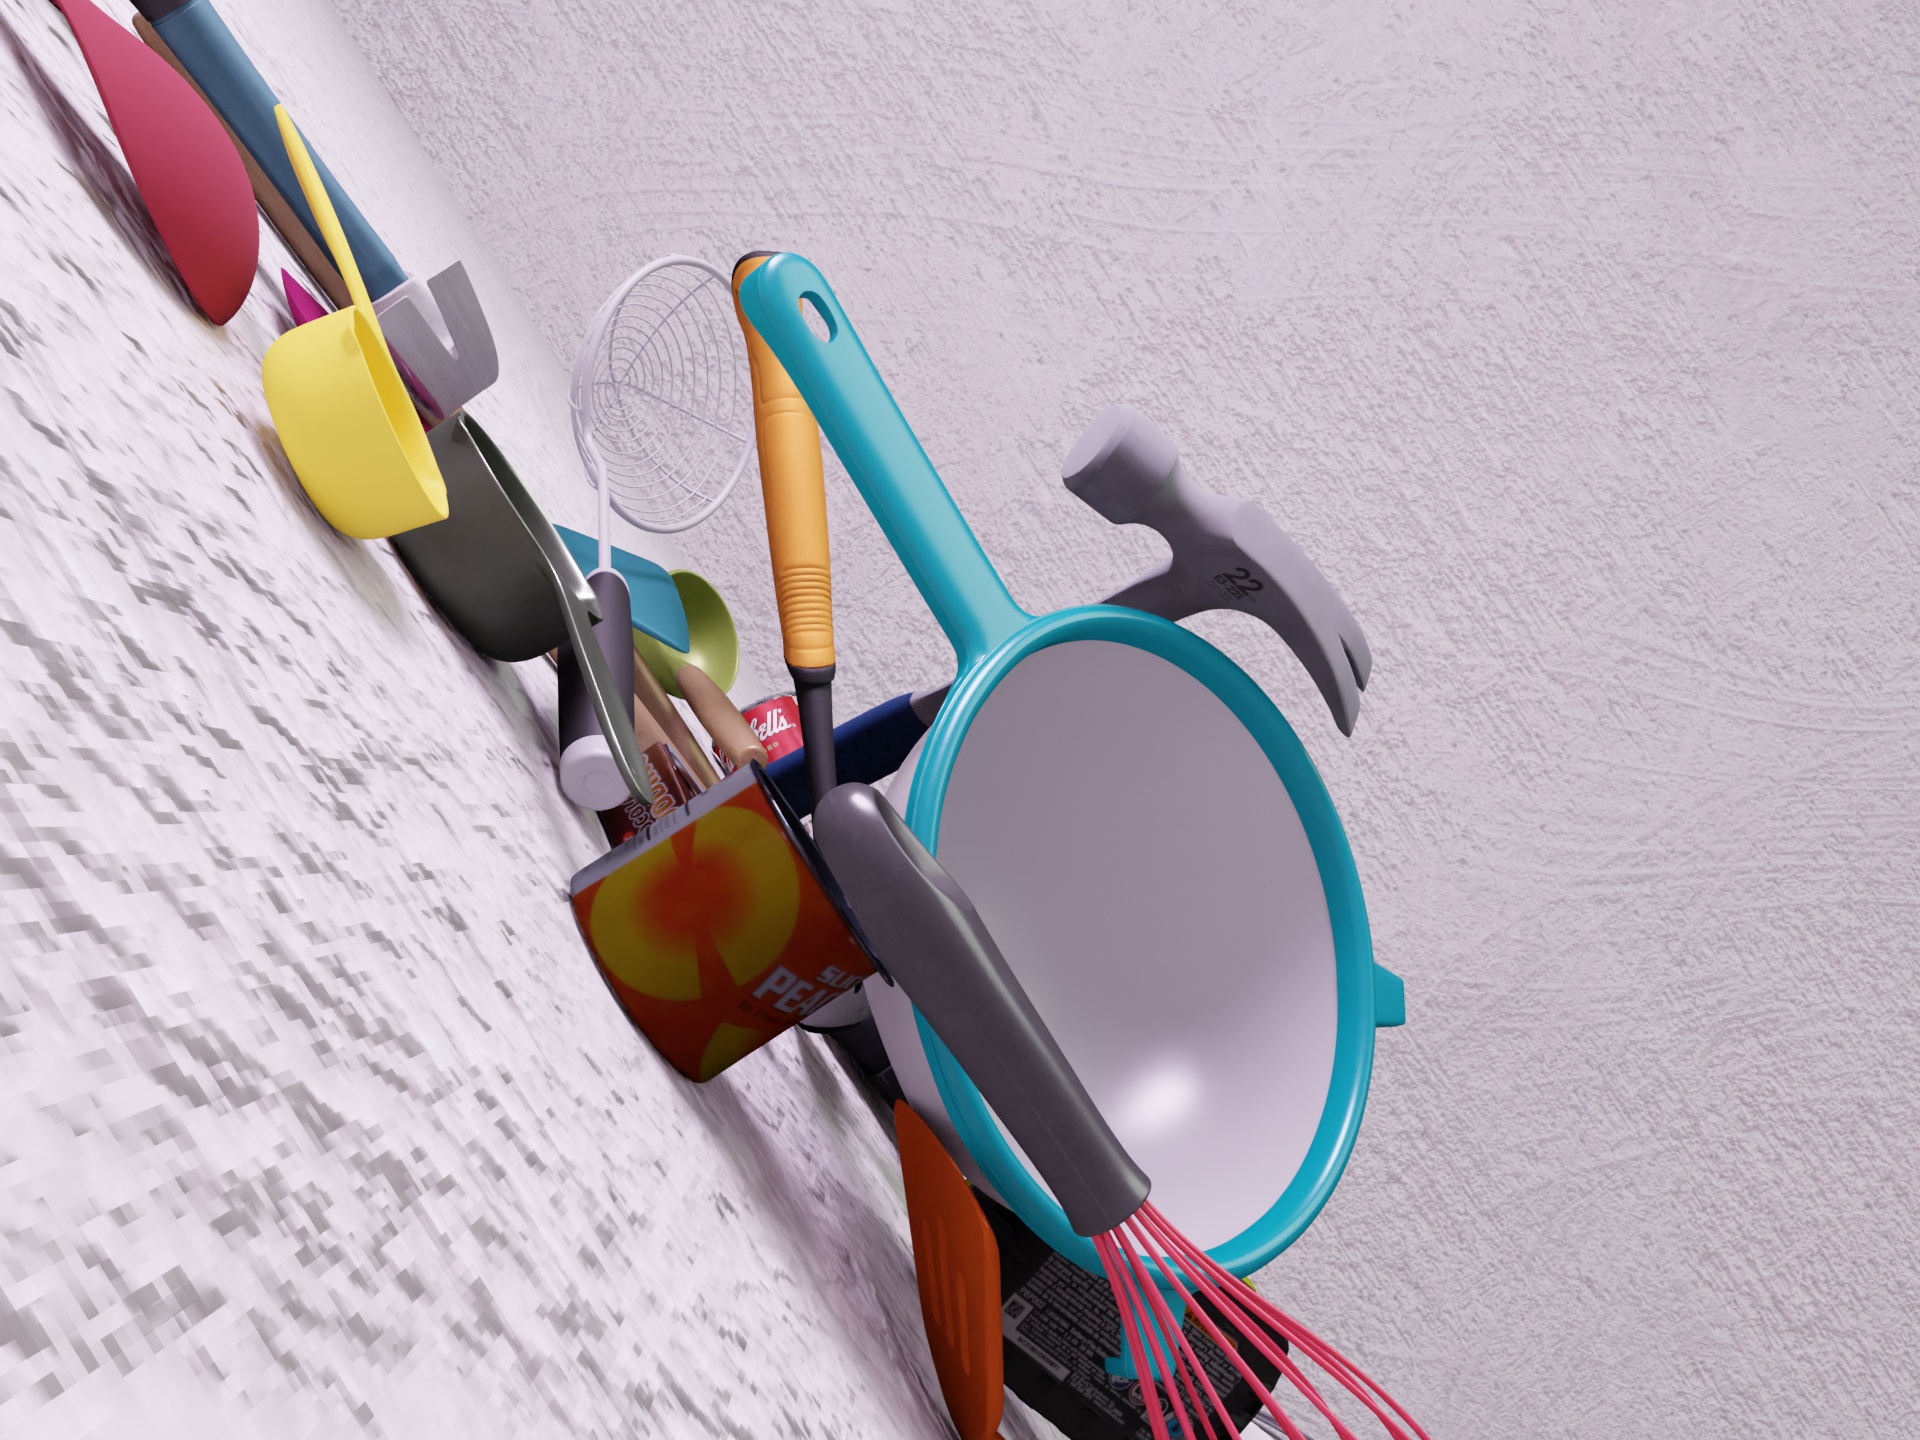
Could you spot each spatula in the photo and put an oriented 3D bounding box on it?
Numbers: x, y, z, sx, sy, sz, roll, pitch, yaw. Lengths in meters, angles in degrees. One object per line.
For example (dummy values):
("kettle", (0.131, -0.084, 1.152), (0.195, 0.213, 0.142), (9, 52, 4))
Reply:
("spatula", (0.054, 0.256, 0.476), (0.322, 0.041, 0.081), (60, -11, -17))
("spatula", (-0.104, 0.061, 0.756), (0.316, 0.018, 0.060), (58, 1, -2))
("spatula", (-0.215, -0.148, 0.657), (0.317, 0.044, 0.082), (59, 4, -36))

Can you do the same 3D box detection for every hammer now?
("hammer", (-0.249, -0.230, 0.484), (0.128, 0.033, 0.330), (31, -22, 50))
("hammer", (-0.064, -0.049, 0.648), (0.127, 0.034, 0.337), (117, -33, -66))
("hammer", (-0.001, -0.002, 0.686), (0.144, 0.035, 0.405), (36, -31, -19))

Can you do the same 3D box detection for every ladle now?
("ladle", (-0.266, -0.240, 0.385), (0.315, 0.031, 0.069), (56, -9, -10))
("ladle", (-0.120, -0.022, 0.792), (0.078, 0.062, 0.320), (66, -11, -18))

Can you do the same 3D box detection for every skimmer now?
("skimmer", (-0.111, -0.082, 0.630), (0.364, 0.090, 0.127), (-108, -169, -57))

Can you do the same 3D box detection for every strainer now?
("strainer", (0.006, 0.021, 0.513), (0.095, 0.211, 0.340), (-22, -78, 46))

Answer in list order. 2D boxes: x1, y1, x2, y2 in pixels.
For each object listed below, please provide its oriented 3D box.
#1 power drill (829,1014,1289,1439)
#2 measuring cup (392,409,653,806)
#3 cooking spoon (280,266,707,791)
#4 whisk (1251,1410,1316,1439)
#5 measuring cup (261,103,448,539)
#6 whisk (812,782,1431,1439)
("power drill", (0.024, 0.185, 0.651), (0.190, 0.080, 0.228), (42, -1, -14))
("measuring cup", (-0.127, -0.025, 0.459), (0.168, 0.038, 0.083), (57, -3, 41))
("cooking spoon", (-0.155, -0.036, 0.605), (0.069, 0.017, 0.318), (51, -7, 47))
("whisk", (0.110, 0.341, 0.816), (0.239, 0.055, 0.055), (36, -13, 27))
("measuring cup", (-0.175, -0.112, 0.426), (0.062, 0.029, 0.157), (81, -17, -61))
("whisk", (0.050, 0.140, 0.406), (0.296, 0.073, 0.073), (57, -3, -5))
